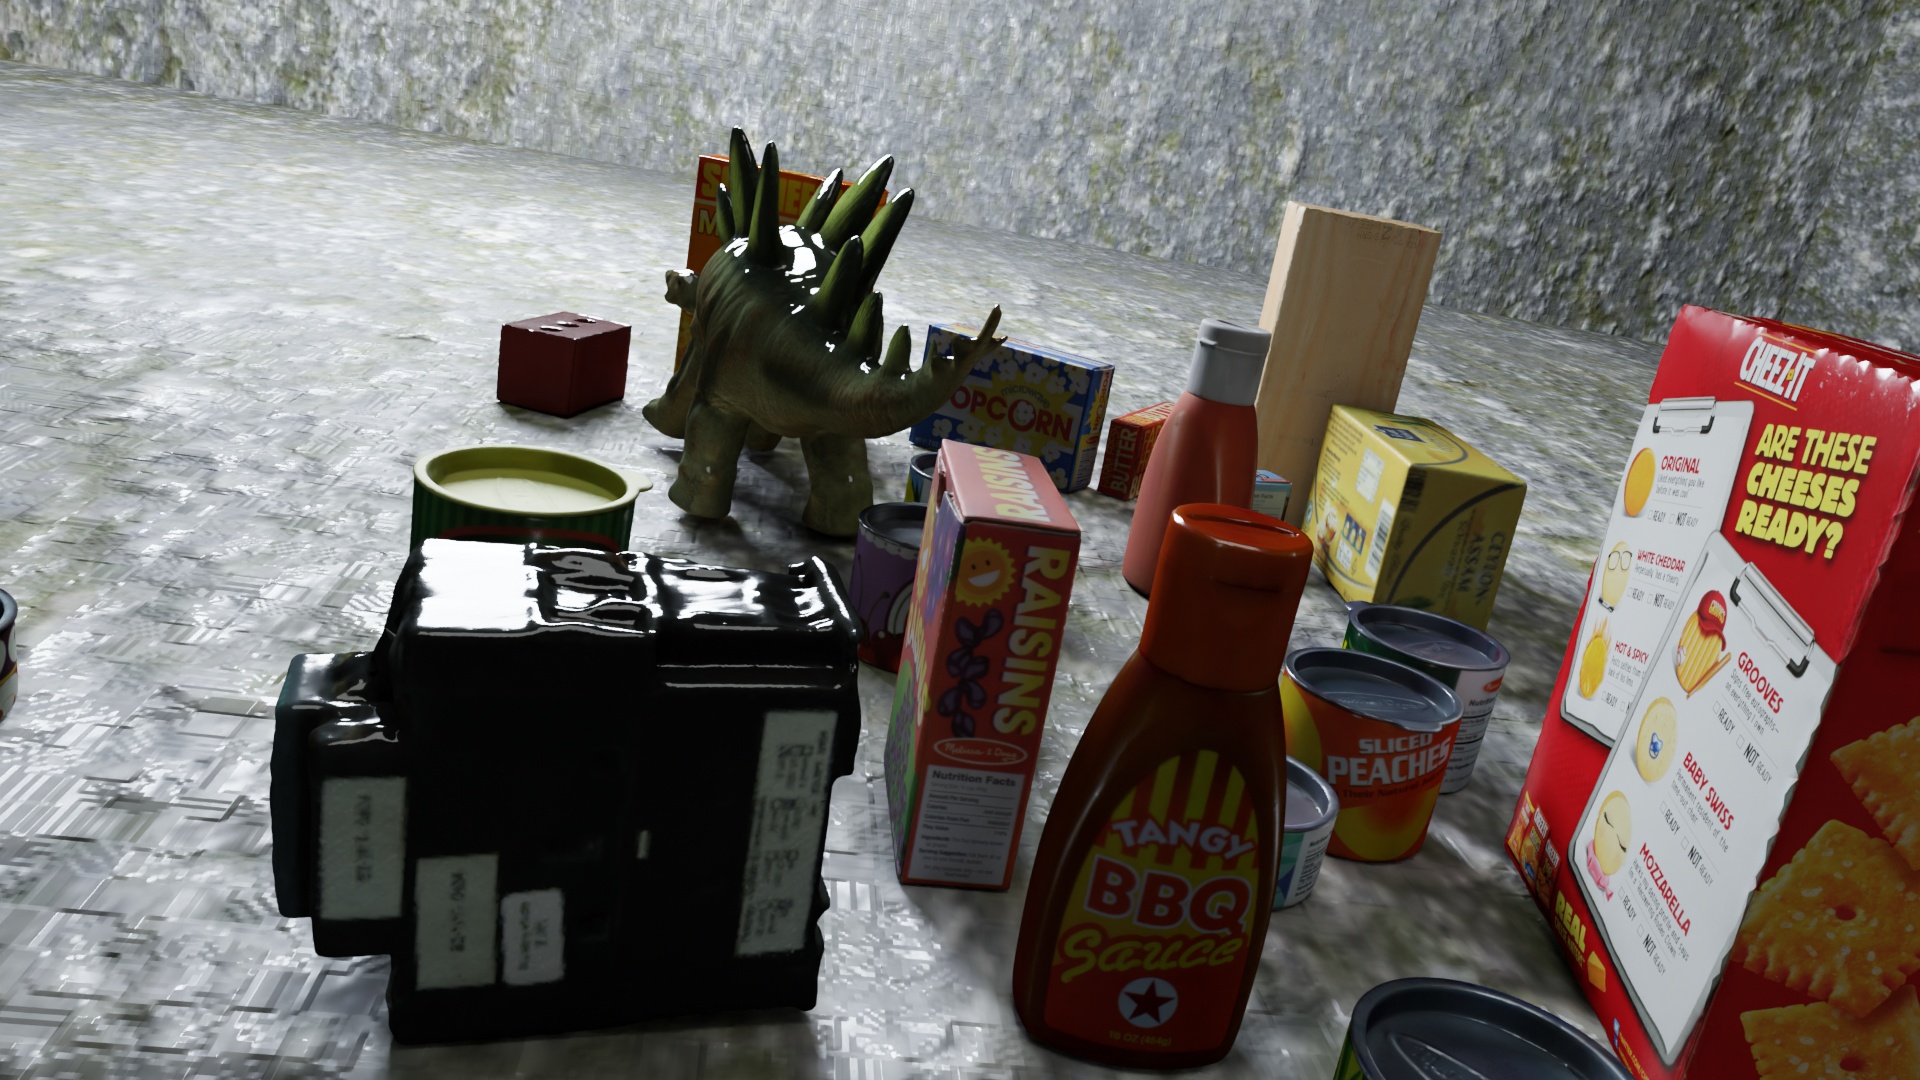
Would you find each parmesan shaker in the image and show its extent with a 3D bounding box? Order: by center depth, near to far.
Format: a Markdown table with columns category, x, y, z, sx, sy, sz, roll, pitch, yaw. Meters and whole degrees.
| category | x | y | z | sx | sy | sz | roll | pitch | yaw |
| --- | --- | --- | --- | --- | --- | --- | --- | --- | --- |
| parmesan shaker | -0.139 | 0.028 | 0.441 | 0.071 | 0.102 | 0.071 | 10 | 17 | -3 |

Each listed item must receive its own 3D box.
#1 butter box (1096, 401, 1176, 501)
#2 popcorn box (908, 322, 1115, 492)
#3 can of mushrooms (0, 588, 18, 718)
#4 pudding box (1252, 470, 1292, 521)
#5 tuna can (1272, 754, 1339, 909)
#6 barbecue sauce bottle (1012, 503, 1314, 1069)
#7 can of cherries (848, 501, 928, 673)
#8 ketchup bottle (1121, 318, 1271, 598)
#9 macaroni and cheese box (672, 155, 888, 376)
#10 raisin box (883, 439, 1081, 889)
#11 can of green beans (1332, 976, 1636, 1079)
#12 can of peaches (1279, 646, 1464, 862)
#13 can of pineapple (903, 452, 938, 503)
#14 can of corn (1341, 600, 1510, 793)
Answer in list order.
| category | x | y | z | sx | sy | sz | roll | pitch | yaw |
| --- | --- | --- | --- | --- | --- | --- | --- | --- | --- |
| butter box | 0.127 | -0.063 | 0.952 | 0.024 | 0.053 | 0.104 | 19 | 19 | 24 |
| popcorn box | 0.034 | -0.091 | 0.932 | 0.127 | 0.085 | 0.038 | 19 | 19 | 25 |
| can of mushrooms | -0.327 | 0.035 | 0.424 | 0.071 | 0.033 | 0.071 | 10 | 18 | -3 |
| pudding box | 0.155 | -0.018 | 0.837 | 0.084 | 0.049 | 0.030 | 1 | 20 | -27 |
| tuna can | 0.092 | 0.096 | 0.481 | 0.071 | 0.032 | 0.071 | 10 | 18 | -3 |
| barbecue sauce bottle | 0.057 | 0.065 | 0.366 | 0.065 | 0.148 | 0.044 | 9 | 17 | -4 |
| can of cherries | -0.015 | 0.022 | 0.604 | 0.071 | 0.058 | 0.072 | 10 | 18 | -3 |
| ketchup bottle | 0.127 | -0.040 | 0.726 | 0.043 | 0.148 | 0.065 | -3 | 22 | -37 |
| macaroni and cheese box | -0.123 | -0.165 | 0.936 | 0.124 | 0.165 | 0.040 | 14 | 18 | 11 |
| raisin box | 0.003 | 0.038 | 0.458 | 0.040 | 0.123 | 0.086 | 8 | 18 | -8 |
| can of green beans | 0.113 | 0.142 | 0.310 | 0.071 | 0.057 | 0.071 | 10 | 18 | -3 |
| can of peaches | 0.148 | 0.080 | 0.520 | 0.071 | 0.058 | 0.071 | 10 | 18 | -3 |
| can of pineapple | 0.003 | -0.009 | 0.708 | 0.071 | 0.057 | 0.071 | 10 | 18 | -3 |
| can of corn | 0.188 | 0.065 | 0.588 | 0.071 | 0.058 | 0.071 | 10 | 18 | -3 |
